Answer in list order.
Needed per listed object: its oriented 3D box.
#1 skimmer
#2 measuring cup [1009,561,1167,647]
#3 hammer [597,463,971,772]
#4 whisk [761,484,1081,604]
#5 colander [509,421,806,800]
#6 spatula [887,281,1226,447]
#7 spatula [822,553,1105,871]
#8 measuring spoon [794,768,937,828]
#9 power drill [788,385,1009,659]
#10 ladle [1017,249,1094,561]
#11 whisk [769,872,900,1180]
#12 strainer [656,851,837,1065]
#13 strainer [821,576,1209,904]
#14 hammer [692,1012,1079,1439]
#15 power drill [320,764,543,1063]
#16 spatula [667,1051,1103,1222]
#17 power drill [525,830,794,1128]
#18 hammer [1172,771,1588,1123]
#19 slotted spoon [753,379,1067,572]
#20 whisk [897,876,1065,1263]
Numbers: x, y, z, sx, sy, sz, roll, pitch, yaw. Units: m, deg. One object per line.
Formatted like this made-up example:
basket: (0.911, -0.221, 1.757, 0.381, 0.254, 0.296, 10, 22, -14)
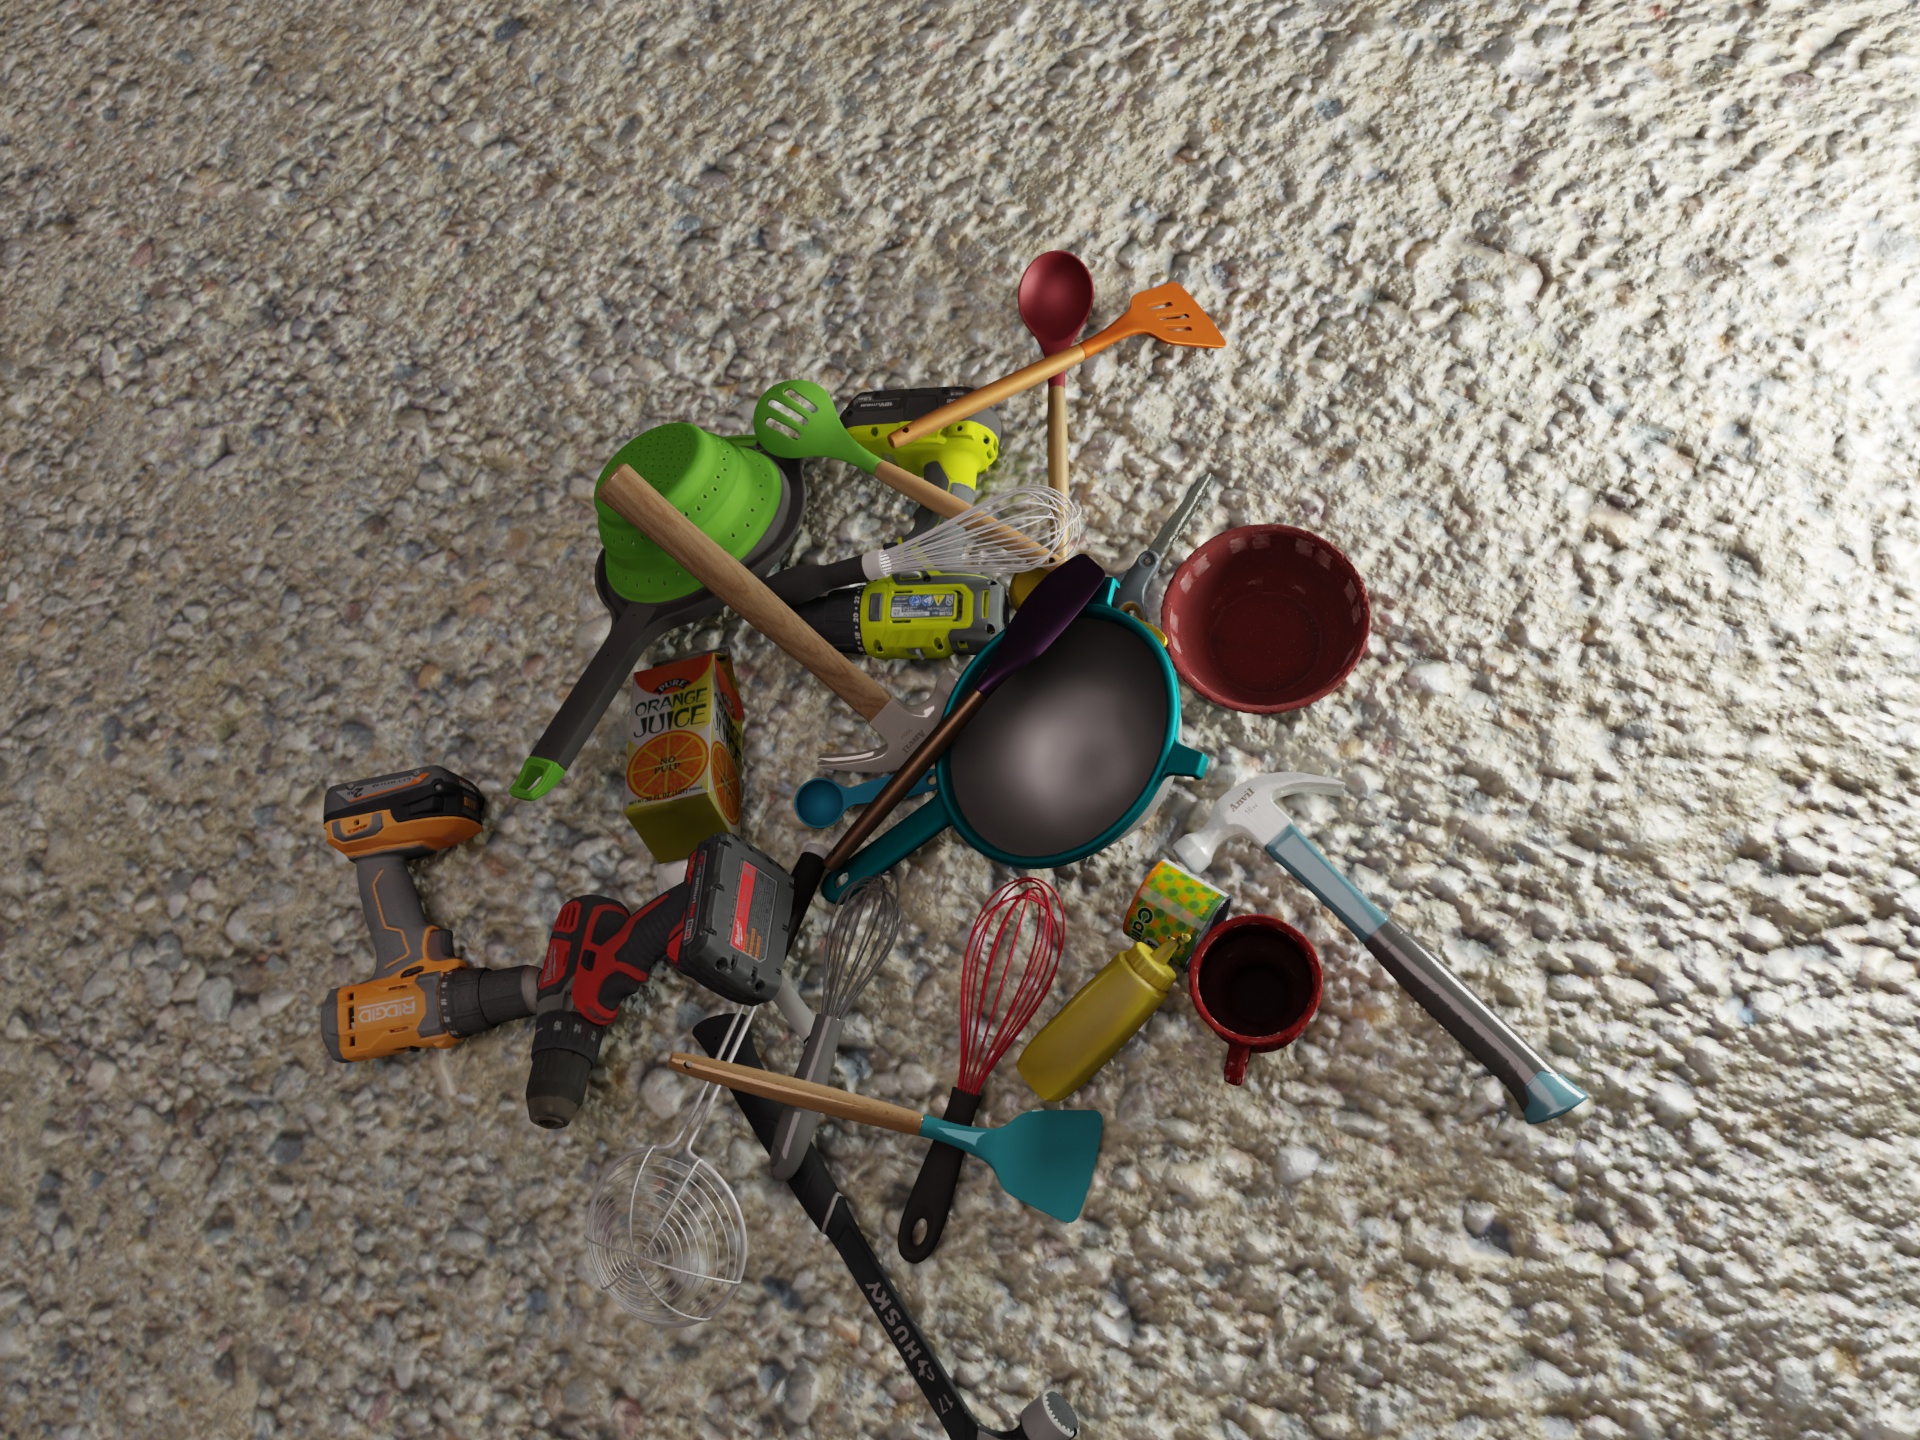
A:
skimmer: (-0.167, 0.262, 1.191, 0.127, 0.090, 0.363, 9, 55, 19)
measuring cup: (0.101, -0.091, 1.277, 0.157, 0.029, 0.062, 27, 84, 40)
hammer: (-0.152, -0.081, 1.266, 0.331, 0.031, 0.130, 40, 100, -10)
whisk: (-0.038, -0.130, 1.260, 0.284, 0.070, 0.070, -12, 67, 22)
colander: (-0.275, -0.118, 1.311, 0.205, 0.094, 0.397, 9, 59, 36)
spatula: (0.080, -0.294, 1.340, 0.322, 0.041, 0.081, -28, 70, -15)
spatula: (-0.002, -0.004, 1.229, 0.316, 0.018, 0.060, -50, 40, 7)
measuring spoon: (-0.072, 0.061, 1.300, 0.128, 0.021, 0.042, -12, 74, -2)
power drill: (-0.053, -0.160, 1.345, 0.190, 0.080, 0.229, -1, 72, 12)
ladle: (0.085, -0.265, 1.381, 0.069, 0.031, 0.316, -4, 71, 14)
whisk: (-0.094, 0.224, 1.182, 0.055, 0.055, 0.239, 13, 72, 16)
strainer: (-0.175, 0.171, 1.266, 0.087, 0.050, 0.259, -44, 70, 10)
strainer: (0.042, 0.058, 1.244, 0.340, 0.095, 0.211, -36, 53, 19)
hammer: (-0.086, 0.380, 1.160, 0.149, 0.036, 0.409, -45, 63, 12)
power drill: (-0.431, 0.156, 1.305, 0.185, 0.084, 0.226, -11, 72, 7)
spatula: (-0.054, 0.284, 1.140, 0.317, 0.044, 0.082, 15, 83, -1)
power drill: (-0.238, 0.196, 1.191, 0.226, 0.080, 0.188, -25, 43, 31)
hammer: (0.315, 0.166, 1.167, 0.128, 0.033, 0.331, -42, 68, -4)
slotted spoon: (-0.044, -0.196, 1.300, 0.314, 0.031, 0.070, 31, 87, 16)
whisk: (0.011, 0.258, 1.186, 0.073, 0.073, 0.296, 16, 81, 17)
